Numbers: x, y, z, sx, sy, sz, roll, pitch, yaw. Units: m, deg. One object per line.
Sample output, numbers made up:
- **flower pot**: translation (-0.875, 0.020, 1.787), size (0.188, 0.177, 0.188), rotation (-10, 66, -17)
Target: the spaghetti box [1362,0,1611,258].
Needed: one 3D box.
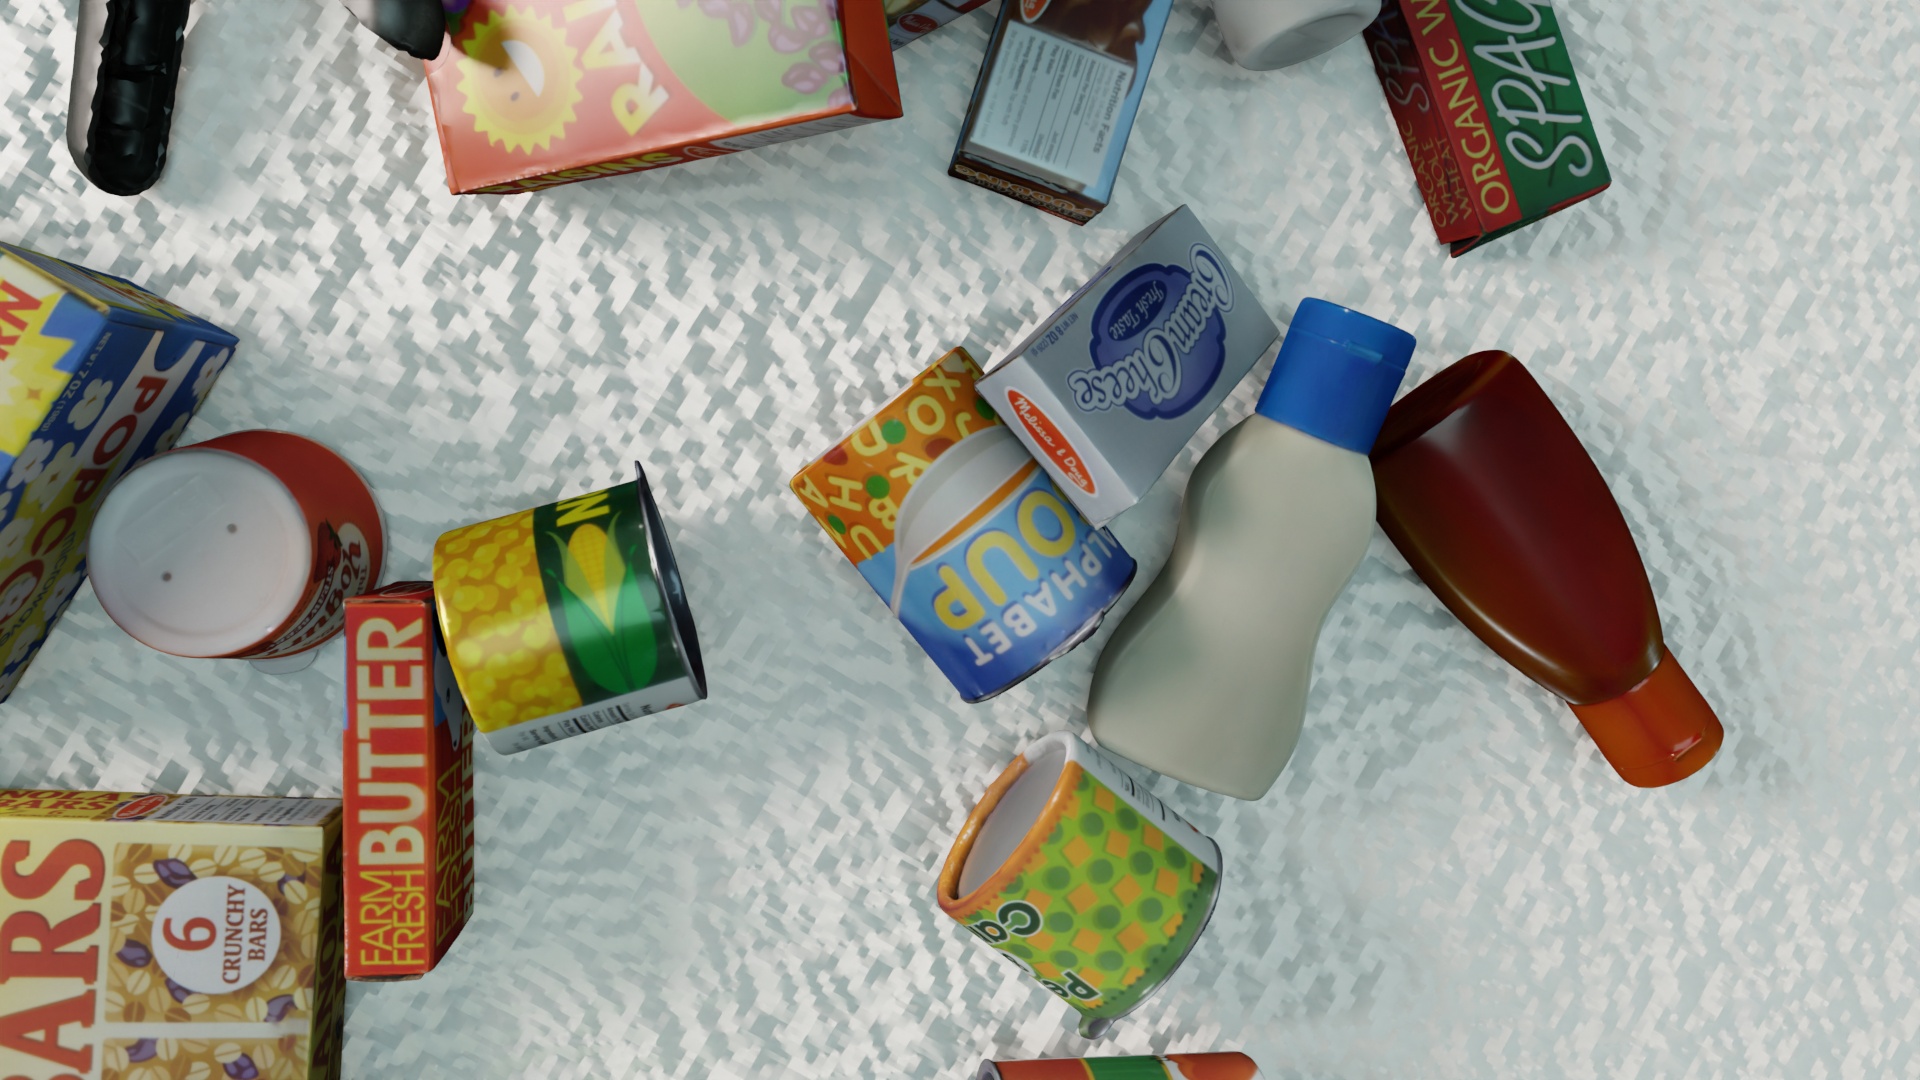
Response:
- **spaghetti box**: translation (0.139, -0.217, 0.441), size (0.050, 0.028, 0.249), rotation (-23, 95, -7)

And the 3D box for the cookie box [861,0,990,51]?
- **cookie box**: translation (-0.007, -0.213, 0.376), size (0.167, 0.040, 0.123), rotation (-21, 96, 19)

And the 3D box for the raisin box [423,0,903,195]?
- **raisin box**: translation (-0.085, -0.145, 0.373), size (0.123, 0.040, 0.086), rotation (-5, 101, 19)

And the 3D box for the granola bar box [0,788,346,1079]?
- **granola bar box**: translation (-0.242, 0.154, 0.388), size (0.124, 0.039, 0.165), rotation (4, 92, -10)

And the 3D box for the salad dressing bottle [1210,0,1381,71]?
- **salad dressing bottle**: translation (0.083, -0.220, 0.420), size (0.064, 0.044, 0.147), rotation (-15, 87, -52)

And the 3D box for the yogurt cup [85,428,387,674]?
- **yogurt cup**: translation (-0.199, 0.002, 0.381), size (0.072, 0.054, 0.072), rotation (0, 92, -9)

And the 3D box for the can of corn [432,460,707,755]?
- **can of corn**: translation (-0.109, 0.019, 0.391), size (0.058, 0.071, 0.071), rotation (-16, 95, -8)

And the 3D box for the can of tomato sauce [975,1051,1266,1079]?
- **can of tomato sauce**: translation (0.050, 0.193, 0.421), size (0.083, 0.071, 0.071), rotation (1, 92, -10)

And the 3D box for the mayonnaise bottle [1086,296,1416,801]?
- **mayonnaise bottle**: translation (0.092, 0.002, 0.422), size (0.065, 0.041, 0.147), rotation (21, 100, -4)

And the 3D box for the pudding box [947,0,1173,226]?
- **pudding box**: translation (0.032, -0.145, 0.425), size (0.050, 0.030, 0.083), rotation (18, 89, -8)

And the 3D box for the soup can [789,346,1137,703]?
- **soup can**: translation (0.001, -0.005, 0.405), size (0.071, 0.071, 0.083), rotation (-40, 98, -5)

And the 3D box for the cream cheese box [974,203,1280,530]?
- **cream cheese box**: translation (0.052, -0.054, 0.409), size (0.053, 0.024, 0.104), rotation (51, 49, -8)

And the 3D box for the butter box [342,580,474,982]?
- **butter box**: translation (-0.154, 0.065, 0.391), size (0.024, 0.053, 0.103), rotation (0, 92, -7)

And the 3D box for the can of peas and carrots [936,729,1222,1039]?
- **can of peas and carrots**: translation (0.033, 0.101, 0.416), size (0.058, 0.071, 0.071), rotation (39, 86, -8)

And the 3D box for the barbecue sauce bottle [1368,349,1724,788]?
- **barbecue sauce bottle**: translation (0.191, 0.014, 0.450), size (0.065, 0.044, 0.148), rotation (-38, 98, 3)

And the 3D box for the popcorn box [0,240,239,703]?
- **popcorn box**: translation (-0.250, -0.012, 0.357), size (0.038, 0.085, 0.126), rotation (32, 87, -8)
